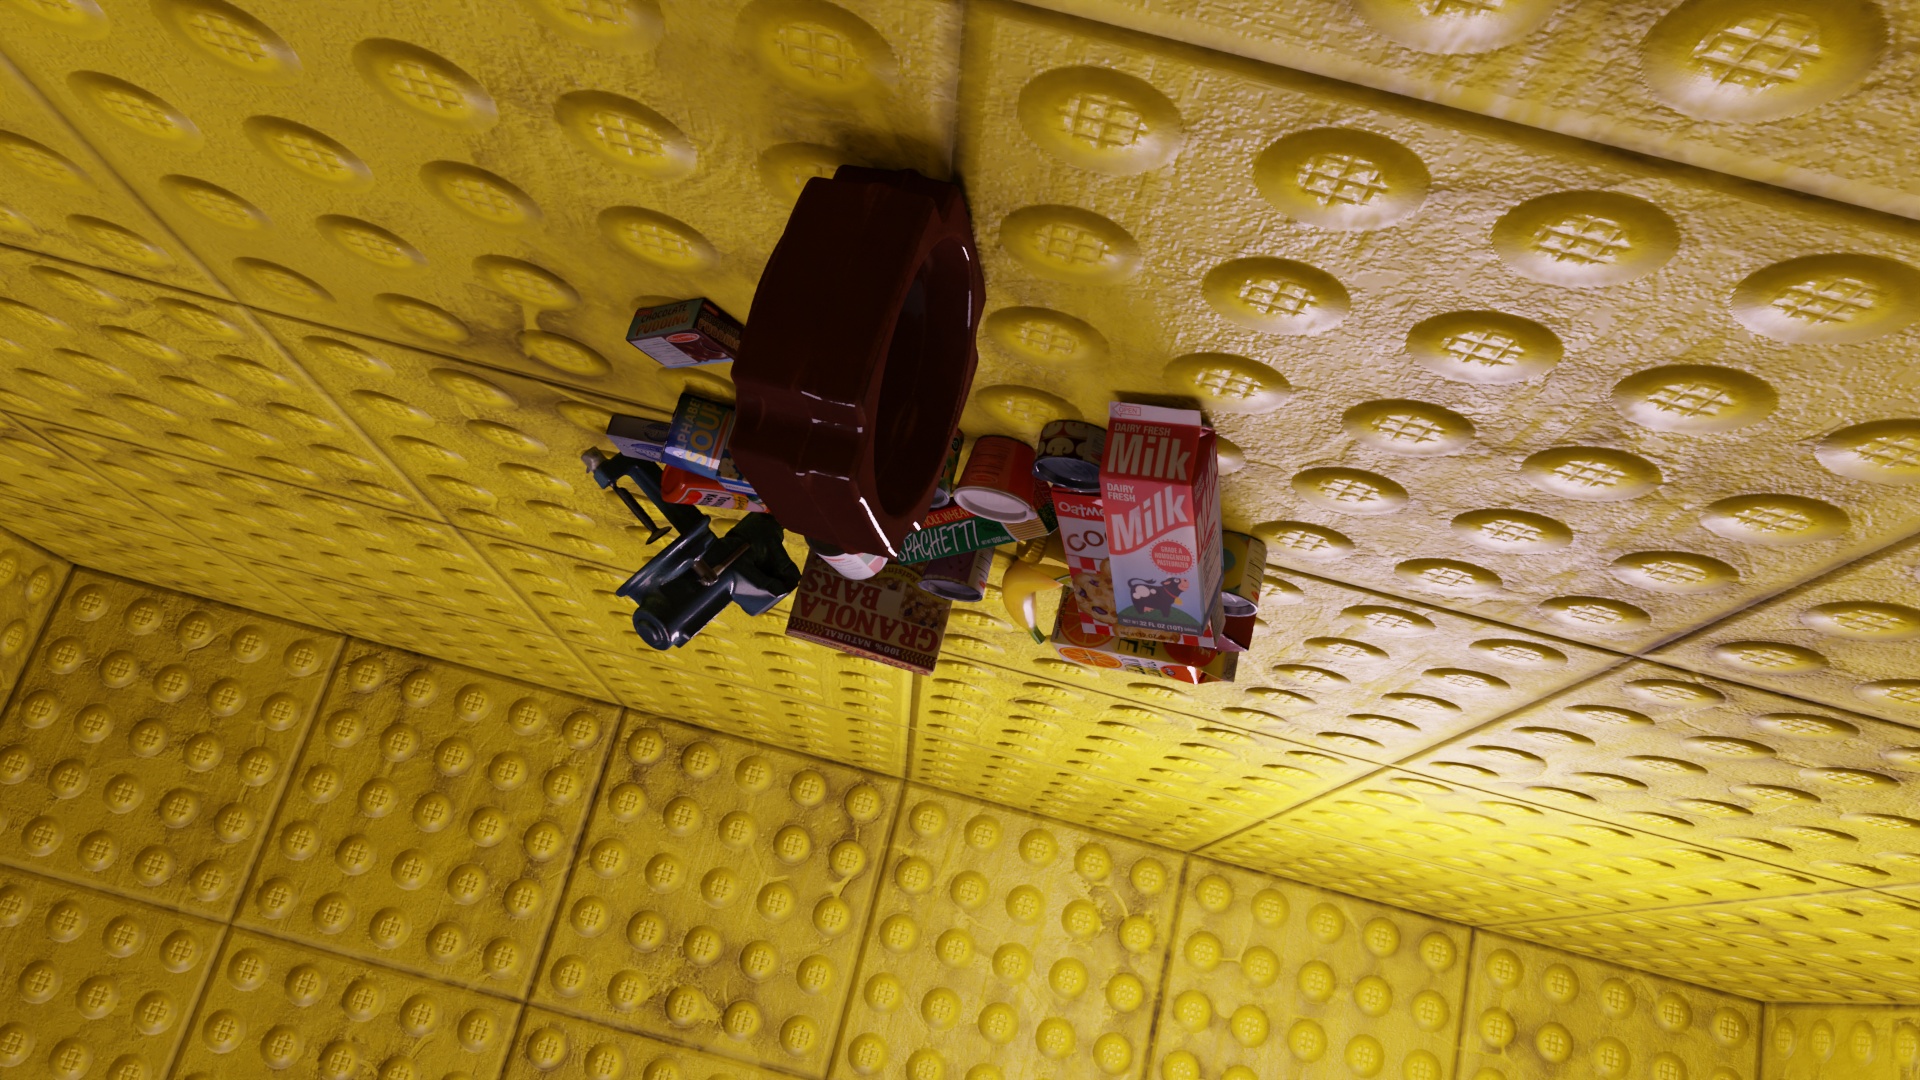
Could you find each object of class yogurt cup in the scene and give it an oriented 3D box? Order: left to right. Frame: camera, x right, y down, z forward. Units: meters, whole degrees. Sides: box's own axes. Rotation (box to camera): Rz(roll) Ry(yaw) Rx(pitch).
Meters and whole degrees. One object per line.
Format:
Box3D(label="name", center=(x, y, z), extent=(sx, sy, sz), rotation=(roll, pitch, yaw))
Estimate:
Box3D(label="yogurt cup", center=(0.033, -0.052, 1.166), extent=(0.072, 0.054, 0.072), rotation=(13, 162, 5))

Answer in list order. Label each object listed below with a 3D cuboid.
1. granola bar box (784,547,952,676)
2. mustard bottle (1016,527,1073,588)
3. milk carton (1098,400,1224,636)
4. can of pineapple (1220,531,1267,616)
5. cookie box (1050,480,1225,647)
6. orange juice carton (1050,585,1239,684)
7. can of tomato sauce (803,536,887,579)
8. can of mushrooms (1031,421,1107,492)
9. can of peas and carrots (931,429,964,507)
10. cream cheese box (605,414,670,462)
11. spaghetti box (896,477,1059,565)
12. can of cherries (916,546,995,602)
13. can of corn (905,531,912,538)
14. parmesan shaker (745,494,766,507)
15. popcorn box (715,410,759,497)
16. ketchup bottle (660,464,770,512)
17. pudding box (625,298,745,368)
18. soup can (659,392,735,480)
Box3D(label="granola bar box", center=(-0.093, 0.065, 1.503), extent=(0.166, 0.124, 0.039), rotation=(17, 163, -6))
Box3D(label="mustard bottle", center=(0.104, 0.016, 1.324), extent=(0.160, 0.049, 0.065), rotation=(21, 159, -20))
Box3D(label="milk carton", center=(0.155, -0.024, 1.060), extent=(0.072, 0.074, 0.189), rotation=(8, 132, 23))
Box3D(label="can of pineapple", center=(0.236, 0.030, 1.245), extent=(0.071, 0.058, 0.070), rotation=(13, 162, 5))
Box3D(label="cookie box", center=(0.153, 0.015, 1.183), extent=(0.123, 0.040, 0.166), rotation=(5, 133, 25))
Box3D(label="orange juice carton", center=(0.199, 0.100, 1.463), extent=(0.193, 0.072, 0.073), rotation=(8, 161, 20))
Box3D(label="can of tomato sauce", center=(-0.113, -0.005, 1.405), extent=(0.071, 0.071, 0.083), rotation=(9, 164, 18))
Box3D(label="can of mushrooms", center=(0.091, -0.067, 1.110), extent=(0.071, 0.033, 0.071), rotation=(13, 162, 4))
Box3D(label="can of peas and carrots", center=(-0.034, -0.068, 1.165), extent=(0.071, 0.059, 0.070), rotation=(13, 161, 5))
Box3D(label="cream cheese box", center=(-0.284, -0.093, 1.344), extent=(0.104, 0.024, 0.053), rotation=(11, 163, 10))
Box3D(label="spaghetti box", center=(0.005, -0.016, 1.302), extent=(0.249, 0.029, 0.050), rotation=(-13, 110, 55))
Box3D(label="can of cherries", center=(-0.005, 0.025, 1.421), extent=(0.071, 0.058, 0.071), rotation=(13, 163, 4))
Box3D(label="can of corn", center=(-0.068, -0.043, 1.248), extent=(0.058, 0.071, 0.071), rotation=(29, 157, -34))
Box3D(label="parmesan shaker", center=(-0.143, -0.047, 1.297), extent=(0.103, 0.071, 0.071), rotation=(25, 159, -28))
Box3D(label="popcorn box", center=(-0.135, -0.075, 1.179), extent=(0.127, 0.085, 0.038), rotation=(11, 162, 10))
Box3D(label="ketchup bottle", center=(-0.207, -0.051, 1.330), extent=(0.149, 0.043, 0.064), rotation=(7, 162, -31))
Box3D(label="pudding box", center=(-0.213, -0.159, 1.078), extent=(0.083, 0.030, 0.049), rotation=(0, 155, 39))
Box3D(label="soup can", center=(-0.218, -0.088, 1.236), extent=(0.084, 0.071, 0.071), rotation=(18, 162, -10))
